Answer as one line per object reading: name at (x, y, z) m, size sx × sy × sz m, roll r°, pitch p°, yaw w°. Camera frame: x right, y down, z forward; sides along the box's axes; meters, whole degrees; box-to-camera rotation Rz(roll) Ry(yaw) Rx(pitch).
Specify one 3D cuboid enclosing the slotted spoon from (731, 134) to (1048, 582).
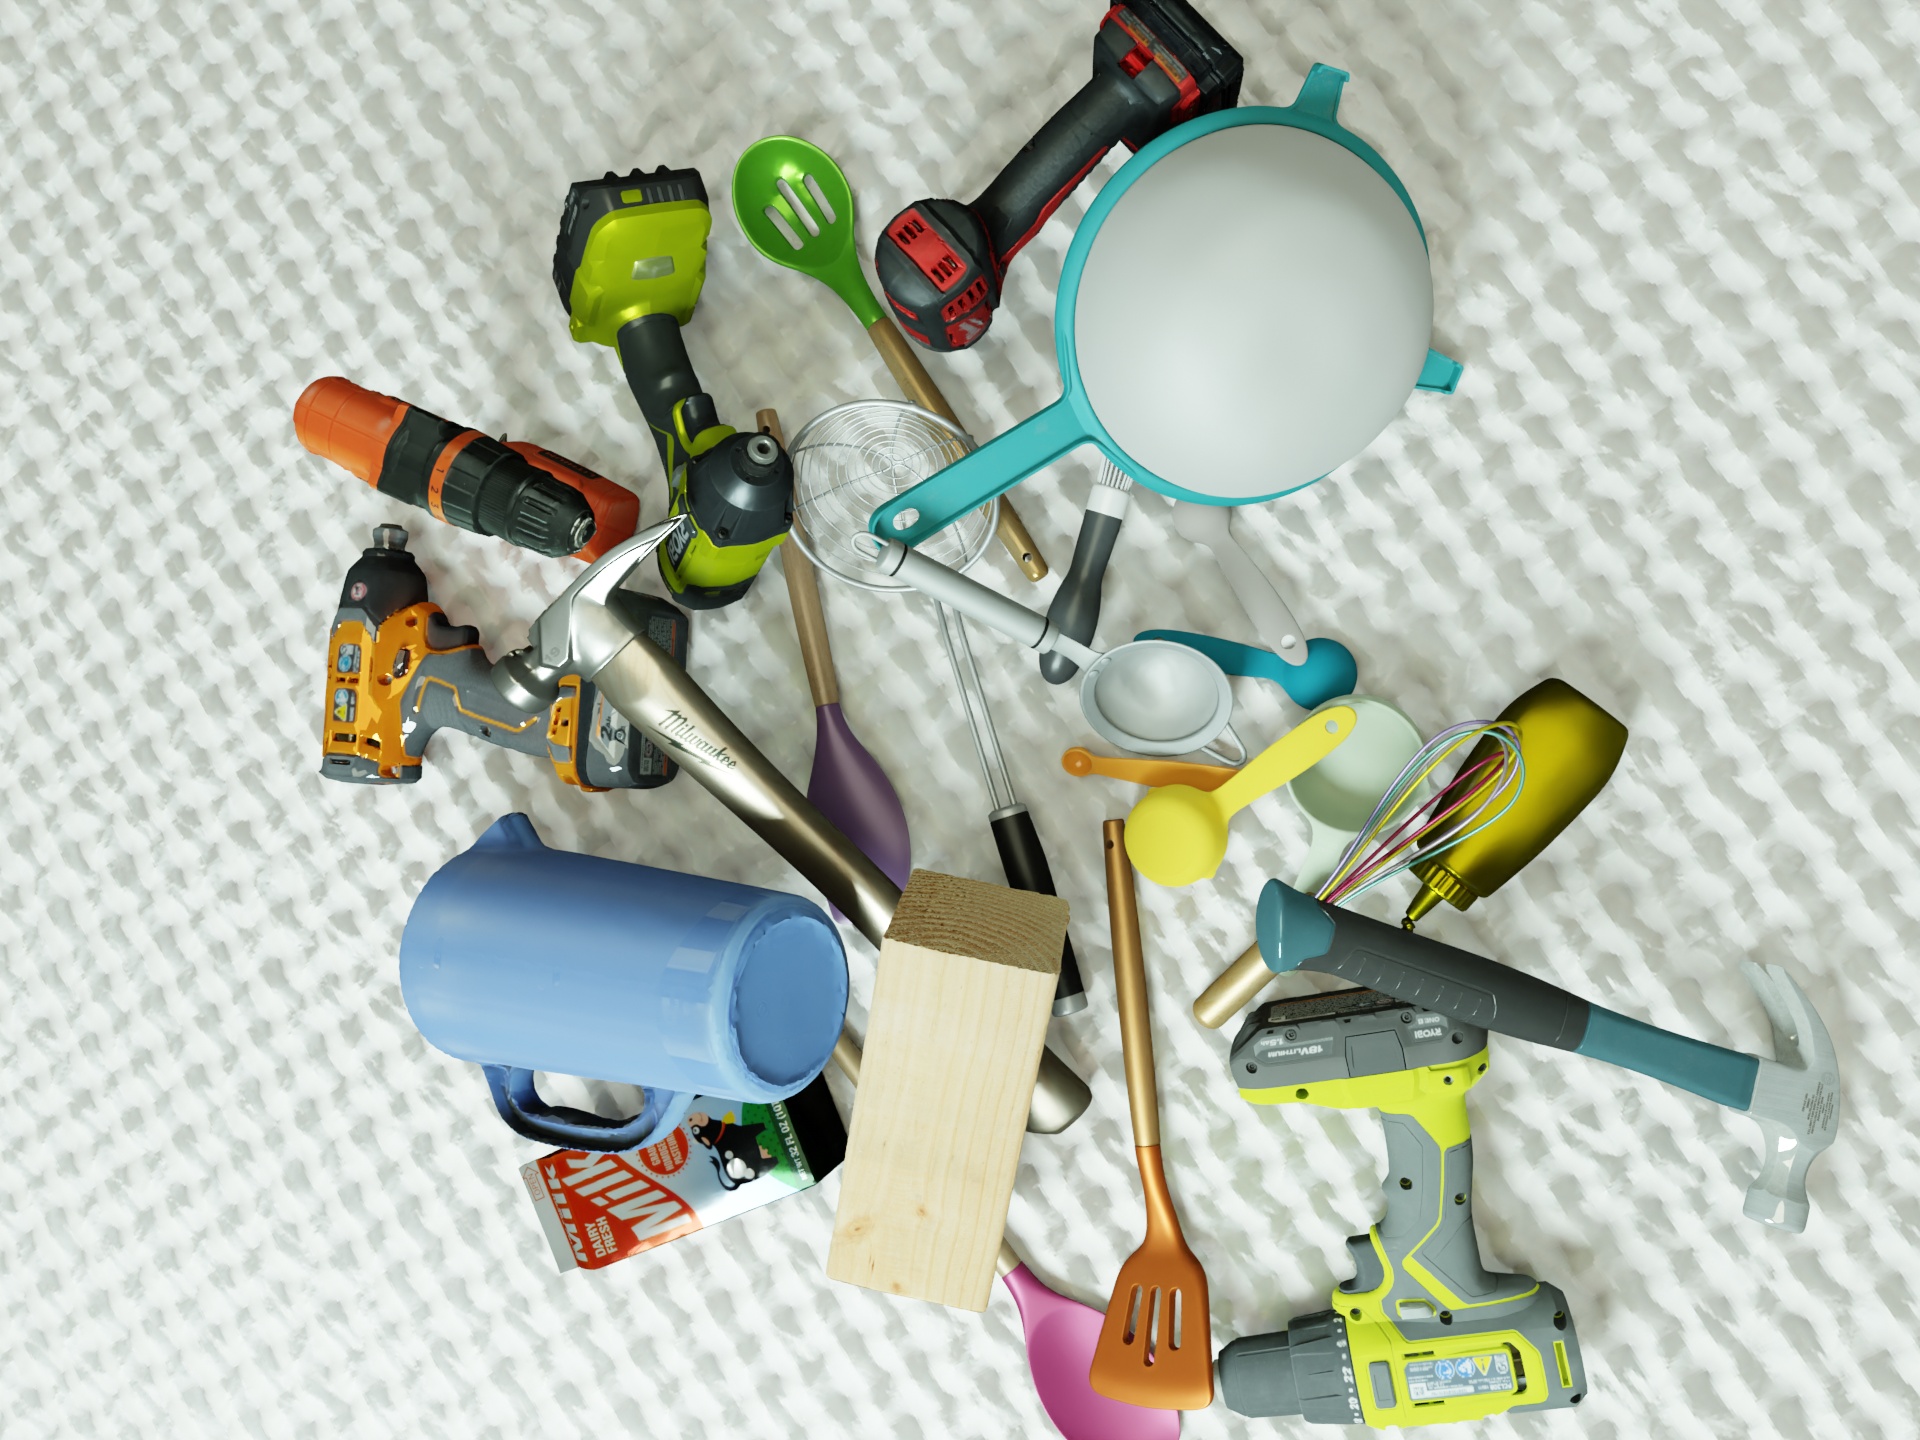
slotted spoon at (-0.037, -0.214, 0.951) m, size 0.070 × 0.031 × 0.314 m, roll -34°, pitch 84°, yaw 10°

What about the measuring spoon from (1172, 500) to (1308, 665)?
measuring spoon at (0.159, -0.084, 0.898) m, size 0.034 × 0.018 × 0.124 m, roll -34°, pitch 72°, yaw 9°

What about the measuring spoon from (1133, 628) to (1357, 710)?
measuring spoon at (0.161, -0.034, 0.904) m, size 0.128 × 0.021 × 0.042 m, roll 11°, pitch 91°, yaw 12°

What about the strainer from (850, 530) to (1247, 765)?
strainer at (0.054, -0.046, 0.876) m, size 0.258 × 0.050 × 0.087 m, roll 26°, pitch 132°, yaw -20°

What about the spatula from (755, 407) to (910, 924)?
spatula at (-0.084, -0.035, 0.960) m, size 0.060 × 0.018 × 0.316 m, roll -13°, pitch 87°, yaw 11°

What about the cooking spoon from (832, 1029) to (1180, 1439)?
cooking spoon at (0.014, 0.300, 0.931) m, size 0.069 × 0.017 × 0.319 m, roll -38°, pitch 81°, yaw -5°

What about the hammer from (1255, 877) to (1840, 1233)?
hammer at (0.299, 0.151, 0.804) m, size 0.331 × 0.033 × 0.128 m, roll 20°, pitch 82°, yaw -10°

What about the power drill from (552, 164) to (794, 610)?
power drill at (-0.158, -0.193, 0.910) m, size 0.080 × 0.171 × 0.223 m, roll -17°, pitch 80°, yaw -24°

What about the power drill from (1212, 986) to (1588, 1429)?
power drill at (0.217, 0.267, 0.859) m, size 0.190 × 0.080 × 0.228 m, roll -11°, pitch 89°, yaw 12°

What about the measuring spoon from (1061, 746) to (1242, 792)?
measuring spoon at (0.116, 0.028, 0.918) m, size 0.117 × 0.011 × 0.021 m, roll 7°, pitch 127°, yaw 11°

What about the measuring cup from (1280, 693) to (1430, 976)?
measuring cup at (0.208, 0.064, 0.890) m, size 0.083 × 0.038 × 0.167 m, roll 19°, pitch 108°, yaw 15°

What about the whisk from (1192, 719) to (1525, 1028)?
whisk at (0.211, 0.088, 0.853) m, size 0.051 × 0.047 × 0.245 m, roll 47°, pitch 118°, yaw 15°

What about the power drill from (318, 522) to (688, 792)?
power drill at (-0.286, -0.037, 0.976) m, size 0.226 × 0.084 × 0.164 m, roll 3°, pitch 89°, yaw 16°

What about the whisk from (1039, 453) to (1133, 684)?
whisk at (0.095, -0.156, 0.907) m, size 0.070 × 0.070 × 0.284 m, roll 18°, pitch 98°, yaw 12°

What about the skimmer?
skimmer at (-0.001, -0.003, 0.904) m, size 0.127 × 0.090 × 0.363 m, roll -19°, pitch 85°, yaw 20°

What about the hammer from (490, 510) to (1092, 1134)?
hammer at (-0.068, 0.072, 0.885) m, size 0.146 × 0.038 × 0.410 m, roll -41°, pitch 98°, yaw 20°

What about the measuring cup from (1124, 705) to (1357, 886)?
measuring cup at (0.152, 0.039, 0.873) m, size 0.156 × 0.029 × 0.062 m, roll -40°, pitch 78°, yaw 32°

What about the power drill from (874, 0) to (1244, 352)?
power drill at (0.048, -0.293, 0.882) m, size 0.219 × 0.143 × 0.078 m, roll -43°, pitch 85°, yaw 2°

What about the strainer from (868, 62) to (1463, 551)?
strainer at (0.106, -0.170, 0.822) m, size 0.340 × 0.095 × 0.210 m, roll -31°, pitch 115°, yaw 1°

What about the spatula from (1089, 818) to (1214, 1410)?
spatula at (0.099, 0.217, 0.901) m, size 0.081 × 0.041 × 0.323 m, roll -9°, pitch 84°, yaw 38°
